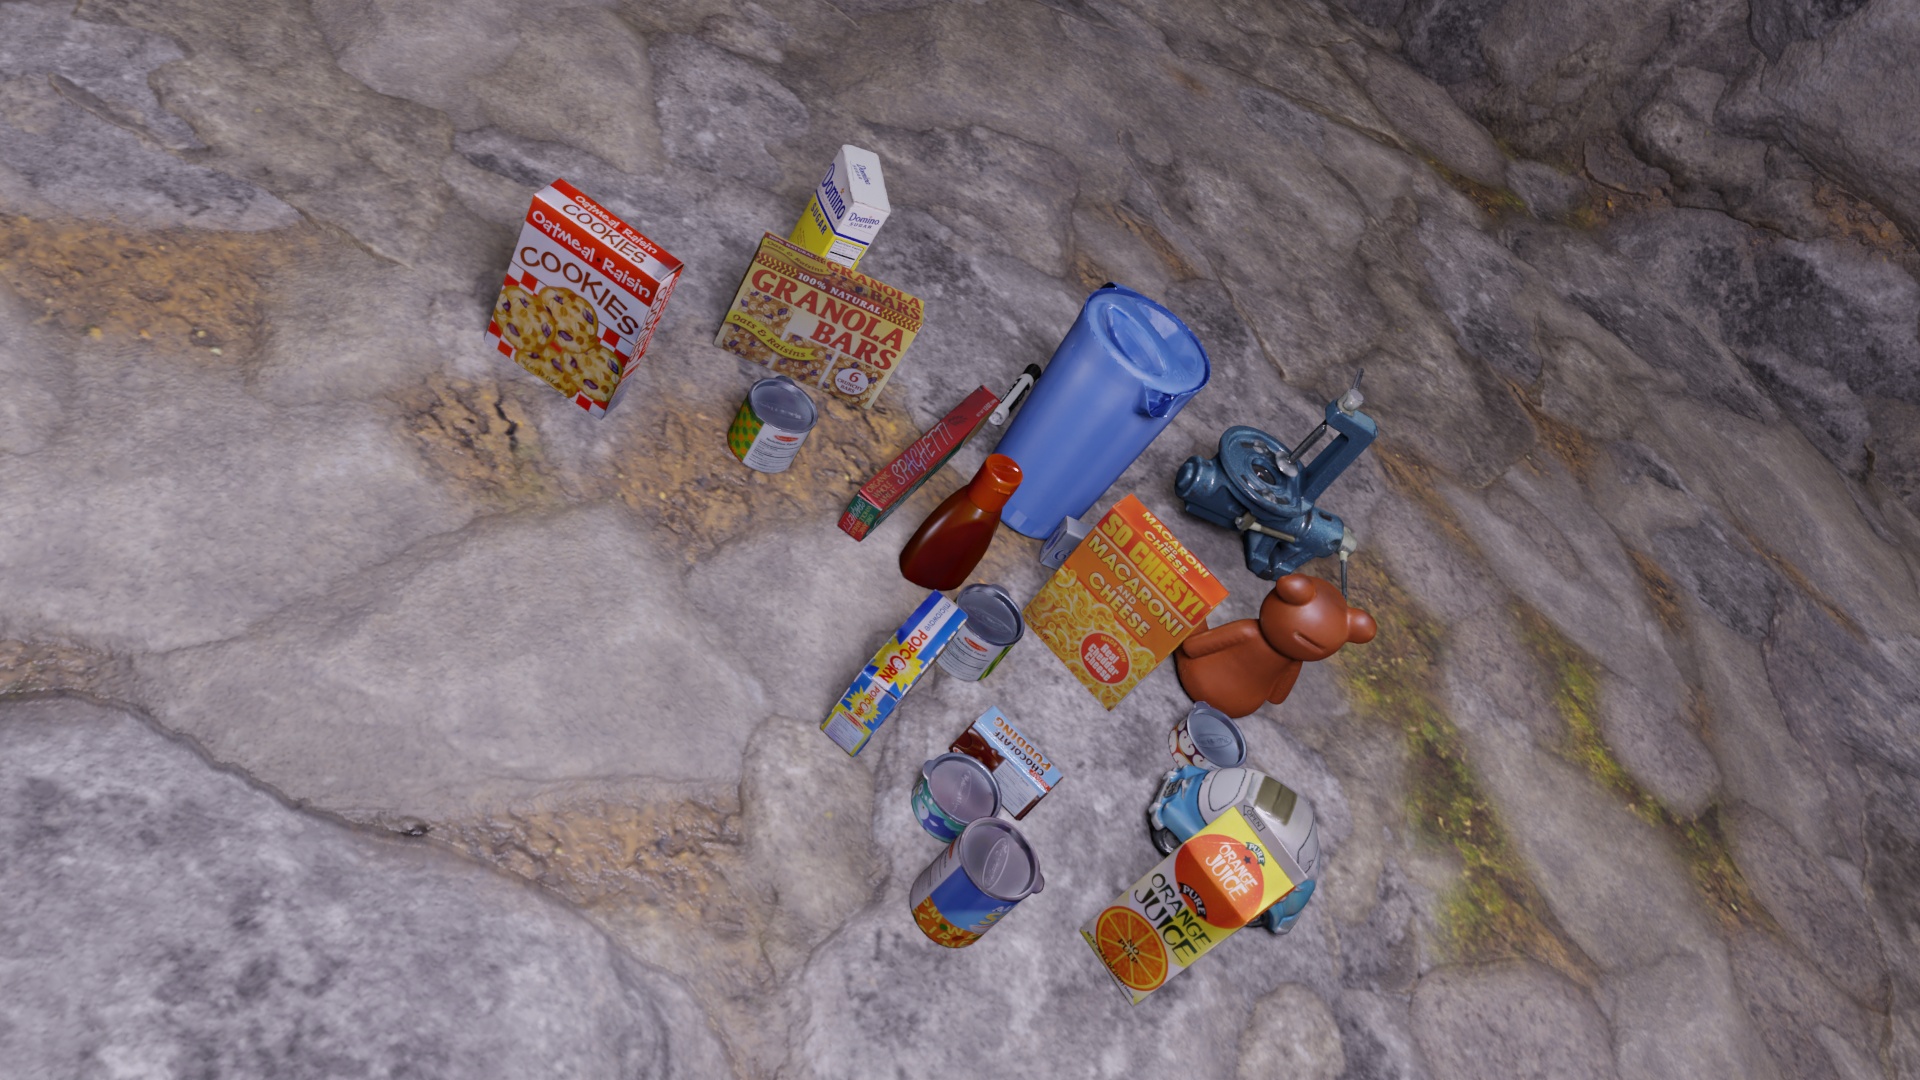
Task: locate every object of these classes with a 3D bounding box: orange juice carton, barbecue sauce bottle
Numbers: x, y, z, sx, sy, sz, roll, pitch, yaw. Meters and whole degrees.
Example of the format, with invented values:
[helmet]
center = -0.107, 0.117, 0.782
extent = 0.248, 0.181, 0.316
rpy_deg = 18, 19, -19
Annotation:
[orange juice carton]
center = 0.181, 0.268, 1.045
extent = 0.073, 0.191, 0.072
rpy_deg = -17, 64, -44
[barbecue sauce bottle]
center = 0.004, -0.015, 1.224
extent = 0.065, 0.147, 0.044
rpy_deg = 12, 46, -26

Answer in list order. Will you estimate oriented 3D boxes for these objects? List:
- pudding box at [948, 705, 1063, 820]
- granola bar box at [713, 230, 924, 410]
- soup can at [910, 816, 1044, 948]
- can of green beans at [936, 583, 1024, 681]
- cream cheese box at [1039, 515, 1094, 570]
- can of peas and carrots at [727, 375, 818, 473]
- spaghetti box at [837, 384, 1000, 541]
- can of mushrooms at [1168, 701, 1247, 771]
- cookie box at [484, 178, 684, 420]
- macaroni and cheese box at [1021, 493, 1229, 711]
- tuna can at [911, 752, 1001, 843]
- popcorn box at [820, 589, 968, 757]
[pudding box]
center = 0.037, 0.182, 1.136
extent = 0.084, 0.049, 0.030
rpy_deg = 44, 41, 9
[granola bar box]
center = -0.135, -0.208, 1.327
extent = 0.165, 0.123, 0.039
rpy_deg = 22, 42, -17
[soup can]
center = 0.012, 0.254, 1.023
extent = 0.071, 0.083, 0.072
rpy_deg = 20, 43, -19
[can of green beans]
center = 0.014, 0.080, 1.209
extent = 0.071, 0.057, 0.071
rpy_deg = 20, 43, -19
[cream cheese box]
center = 0.134, 0.018, 1.357
extent = 0.104, 0.053, 0.024
rpy_deg = 23, 42, -15
[can of peas and carrots]
center = -0.170, -0.105, 1.255
extent = 0.071, 0.058, 0.071
rpy_deg = 20, 43, -19
[spaghetti box]
center = -0.036, -0.078, 1.330
extent = 0.029, 0.050, 0.251
rpy_deg = 40, 40, 4
[can of mushrooms]
center = 0.226, 0.186, 1.277
extent = 0.071, 0.033, 0.071
rpy_deg = 19, 43, -19
[cookie box]
center = -0.316, -0.199, 1.158
extent = 0.123, 0.166, 0.040
rpy_deg = 35, 40, -2
[macaroni and cheese box]
center = 0.143, 0.056, 1.239
extent = 0.124, 0.165, 0.040
rpy_deg = 47, 41, 12
[tuna can]
center = -0.006, 0.203, 1.099
extent = 0.071, 0.032, 0.071
rpy_deg = 19, 43, -19
[popcorn box]
center = -0.052, 0.105, 1.118
extent = 0.038, 0.084, 0.127
rpy_deg = 39, 40, 3
